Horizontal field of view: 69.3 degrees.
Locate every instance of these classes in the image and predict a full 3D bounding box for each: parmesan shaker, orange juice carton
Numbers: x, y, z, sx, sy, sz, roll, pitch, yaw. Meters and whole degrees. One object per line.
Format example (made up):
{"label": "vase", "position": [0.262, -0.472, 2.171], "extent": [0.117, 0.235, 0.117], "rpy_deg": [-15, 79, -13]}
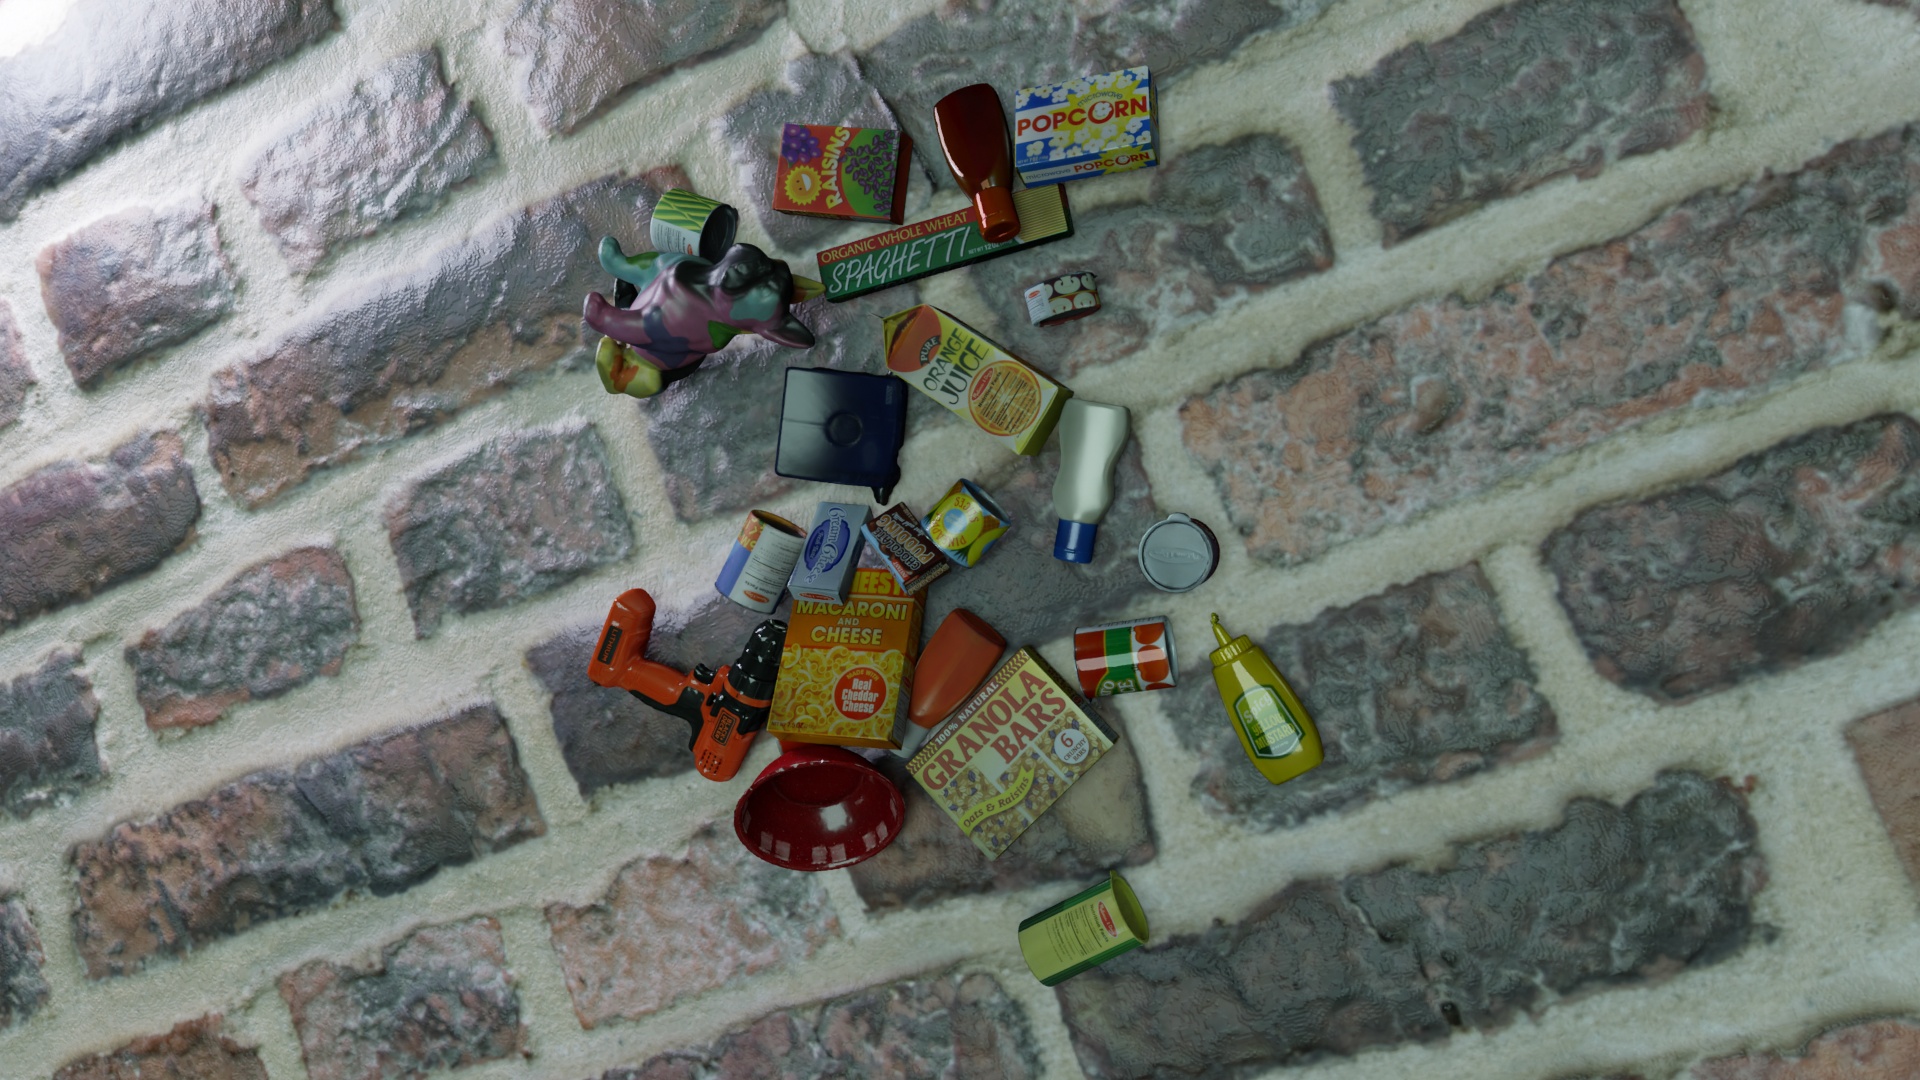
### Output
{"label": "parmesan shaker", "position": [0.112, 0.357, 1.279], "extent": [0.103, 0.071, 0.071], "rpy_deg": [-30, 83, 16]}
{"label": "orange juice carton", "position": [0.003, -0.159, 1.291], "extent": [0.193, 0.072, 0.073], "rpy_deg": [34, 101, 13]}

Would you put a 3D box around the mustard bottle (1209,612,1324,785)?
{"label": "mustard bottle", "position": [0.261, 0.136, 1.235], "extent": [0.065, 0.049, 0.160], "rpy_deg": [-32, 83, 14]}

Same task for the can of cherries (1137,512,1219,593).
{"label": "can of cherries", "position": [0.198, 0.010, 1.245], "extent": [0.071, 0.058, 0.071], "rpy_deg": [1, 92, 18]}

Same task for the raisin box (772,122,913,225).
{"label": "raisin box", "position": [-0.114, -0.352, 1.337], "extent": [0.123, 0.040, 0.086], "rpy_deg": [9, 95, 17]}

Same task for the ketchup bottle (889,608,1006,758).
{"label": "ketchup bottle", "position": [-0.021, 0.139, 1.323], "extent": [0.065, 0.043, 0.148], "rpy_deg": [38, 102, 13]}

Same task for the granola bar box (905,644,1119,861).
{"label": "granola bar box", "position": [0.048, 0.199, 1.306], "extent": [0.124, 0.039, 0.165], "rpy_deg": [46, 103, 10]}

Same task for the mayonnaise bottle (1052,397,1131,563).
{"label": "mayonnaise bottle", "position": [0.115, -0.054, 1.278], "extent": [0.065, 0.041, 0.148], "rpy_deg": [11, 96, 17]}

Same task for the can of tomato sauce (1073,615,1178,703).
{"label": "can of tomato sauce", "position": [0.151, 0.107, 1.258], "extent": [0.083, 0.071, 0.071], "rpy_deg": [-10, 89, 16]}

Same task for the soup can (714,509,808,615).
{"label": "soup can", "position": [-0.194, 0.020, 1.361], "extent": [0.071, 0.071, 0.083], "rpy_deg": [30, 99, 14]}

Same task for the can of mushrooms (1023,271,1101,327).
{"label": "can of mushrooms", "position": [0.095, -0.220, 1.265], "extent": [0.071, 0.071, 0.033], "rpy_deg": [-15, 88, 17]}

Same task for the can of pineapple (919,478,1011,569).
{"label": "can of pineapple", "position": [0.005, -0.016, 1.296], "extent": [0.071, 0.071, 0.057], "rpy_deg": [45, 103, 11]}

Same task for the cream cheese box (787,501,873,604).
{"label": "cream cheese box", "position": [-0.123, 0.011, 1.330], "extent": [0.053, 0.024, 0.104], "rpy_deg": [6, 56, 17]}

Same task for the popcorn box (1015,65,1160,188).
{"label": "popcorn box", "position": [0.113, -0.373, 1.254], "extent": [0.126, 0.038, 0.085], "rpy_deg": [-6, 67, 17]}

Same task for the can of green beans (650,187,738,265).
{"label": "can of green beans", "position": [-0.263, -0.308, 1.369], "extent": [0.058, 0.071, 0.071], "rpy_deg": [22, 98, 15]}

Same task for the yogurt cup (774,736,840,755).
{"label": "yogurt cup", "position": [-0.147, 0.179, 1.352], "extent": [0.054, 0.072, 0.072], "rpy_deg": [-11, 89, 9]}

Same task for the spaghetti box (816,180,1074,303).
{"label": "spaghetti box", "position": [-0.018, -0.280, 1.316], "extent": [0.250, 0.029, 0.050], "rpy_deg": [-13, 87, 17]}

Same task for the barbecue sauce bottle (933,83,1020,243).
{"label": "barbecue sauce bottle", "position": [0.020, -0.344, 1.273], "extent": [0.065, 0.043, 0.149], "rpy_deg": [-19, 69, 14]}

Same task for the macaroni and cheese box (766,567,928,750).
{"label": "macaroni and cheese box", "position": [-0.105, 0.109, 1.315], "extent": [0.124, 0.040, 0.167], "rpy_deg": [2, 66, 16]}

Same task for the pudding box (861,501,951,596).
{"label": "pudding box", "position": [-0.052, 0.008, 1.311], "extent": [0.050, 0.030, 0.084], "rpy_deg": [-32, 54, -9]}
